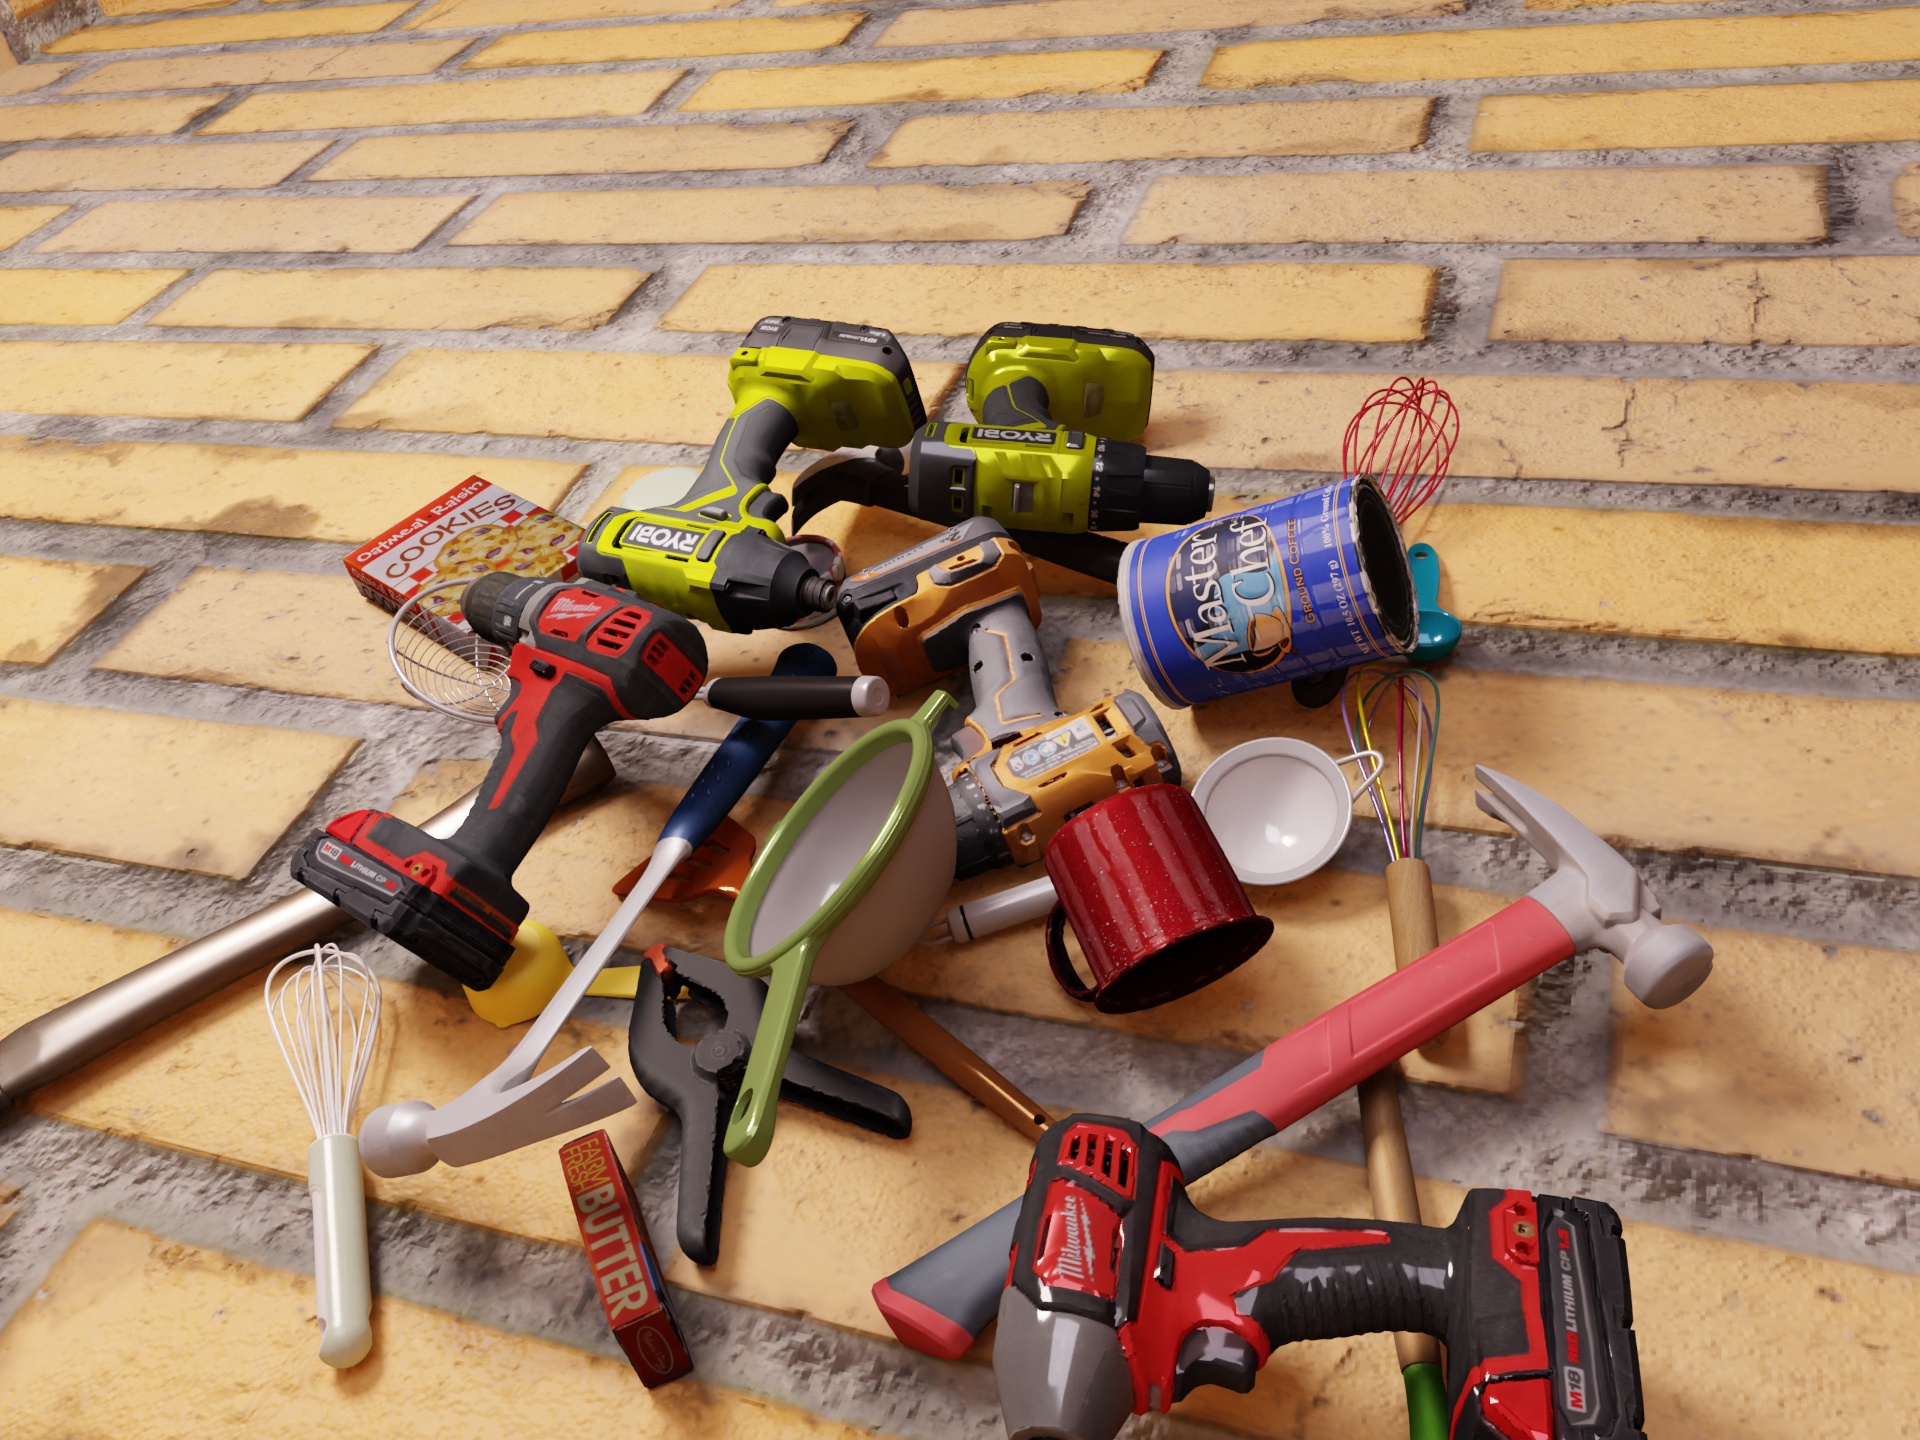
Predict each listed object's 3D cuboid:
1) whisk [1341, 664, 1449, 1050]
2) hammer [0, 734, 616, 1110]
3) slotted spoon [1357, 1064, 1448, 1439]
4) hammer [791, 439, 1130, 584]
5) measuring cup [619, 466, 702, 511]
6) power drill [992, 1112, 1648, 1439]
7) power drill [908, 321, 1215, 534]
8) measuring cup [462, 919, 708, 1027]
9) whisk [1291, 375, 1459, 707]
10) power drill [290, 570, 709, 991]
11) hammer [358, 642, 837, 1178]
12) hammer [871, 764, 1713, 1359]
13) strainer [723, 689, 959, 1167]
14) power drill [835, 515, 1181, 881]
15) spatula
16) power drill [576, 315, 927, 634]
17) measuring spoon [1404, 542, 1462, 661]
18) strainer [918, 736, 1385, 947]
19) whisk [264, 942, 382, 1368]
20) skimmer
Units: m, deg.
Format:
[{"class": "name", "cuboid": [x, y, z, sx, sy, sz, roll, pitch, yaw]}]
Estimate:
[{"class": "whisk", "cuboid": [0.231, 0.061, 0.818, 0.051, 0.047, 0.245, -12, 44, 20]}, {"class": "hammer", "cuboid": [-0.382, 0.123, 0.909, 0.410, 0.038, 0.146, -30, 45, -19]}, {"class": "slotted spoon", "cuboid": [0.184, 0.238, 0.641, 0.070, 0.031, 0.314, -5, 40, 9]}, {"class": "hammer", "cuboid": [0.037, -0.124, 1.059, 0.335, 0.035, 0.146, 22, 34, 29]}, {"class": "measuring cup", "cuboid": [-0.191, -0.136, 1.145, 0.083, 0.038, 0.168, -29, 42, -18]}, {"class": "power drill", "cuboid": [0.122, 0.226, 0.578, 0.220, 0.078, 0.143, 6, 39, 11]}, {"class": "power drill", "cuboid": [0.075, -0.193, 1.075, 0.190, 0.080, 0.229, 5, 32, 5]}, {"class": "measuring cup", "cuboid": [-0.195, 0.132, 0.854, 0.156, 0.029, 0.062, -2, 42, 12]}, {"class": "whisk", "cuboid": [0.257, -0.119, 1.001, 0.073, 0.073, 0.296, 10, 52, 24]}, {"class": "power drill", "cuboid": [-0.261, 0.015, 0.877, 0.188, 0.080, 0.227, 18, 68, 38]}, {"class": "hammer", "cuboid": [-0.153, 0.075, 0.851, 0.144, 0.035, 0.406, -18, 26, 31]}, {"class": "hammer", "cuboid": [0.130, 0.154, 0.710, 0.386, 0.038, 0.143, -28, 44, -8]}, {"class": "strainer", "cuboid": [-0.052, 0.109, 0.742, 0.151, 0.069, 0.257, -39, 24, 32]}, {"class": "power drill", "cuboid": [-0.001, -0.003, 0.920, 0.185, 0.084, 0.226, -26, 47, -4]}, {"class": "spatula", "cuboid": [-0.065, 0.131, 0.829, 0.081, 0.041, 0.323, -38, 51, -27]}, {"class": "power drill", "cuboid": [-0.118, -0.153, 1.014, 0.171, 0.080, 0.223, 12, 57, 25]}, {"class": "measuring spoon", "cuboid": [0.283, -0.071, 0.973, 0.042, 0.021, 0.129, 0, 34, 15]}, {"class": "strainer", "cuboid": [0.099, 0.073, 0.837, 0.258, 0.050, 0.087, -19, 54, 2]}, {"class": "whisk", "cuboid": [-0.313, 0.206, 0.791, 0.059, 0.057, 0.247, 4, 38, -28]}, {"class": "skimmer", "cuboid": [-0.198, -0.041, 0.950, 0.363, 0.090, 0.127, 1, 30, 37]}]
